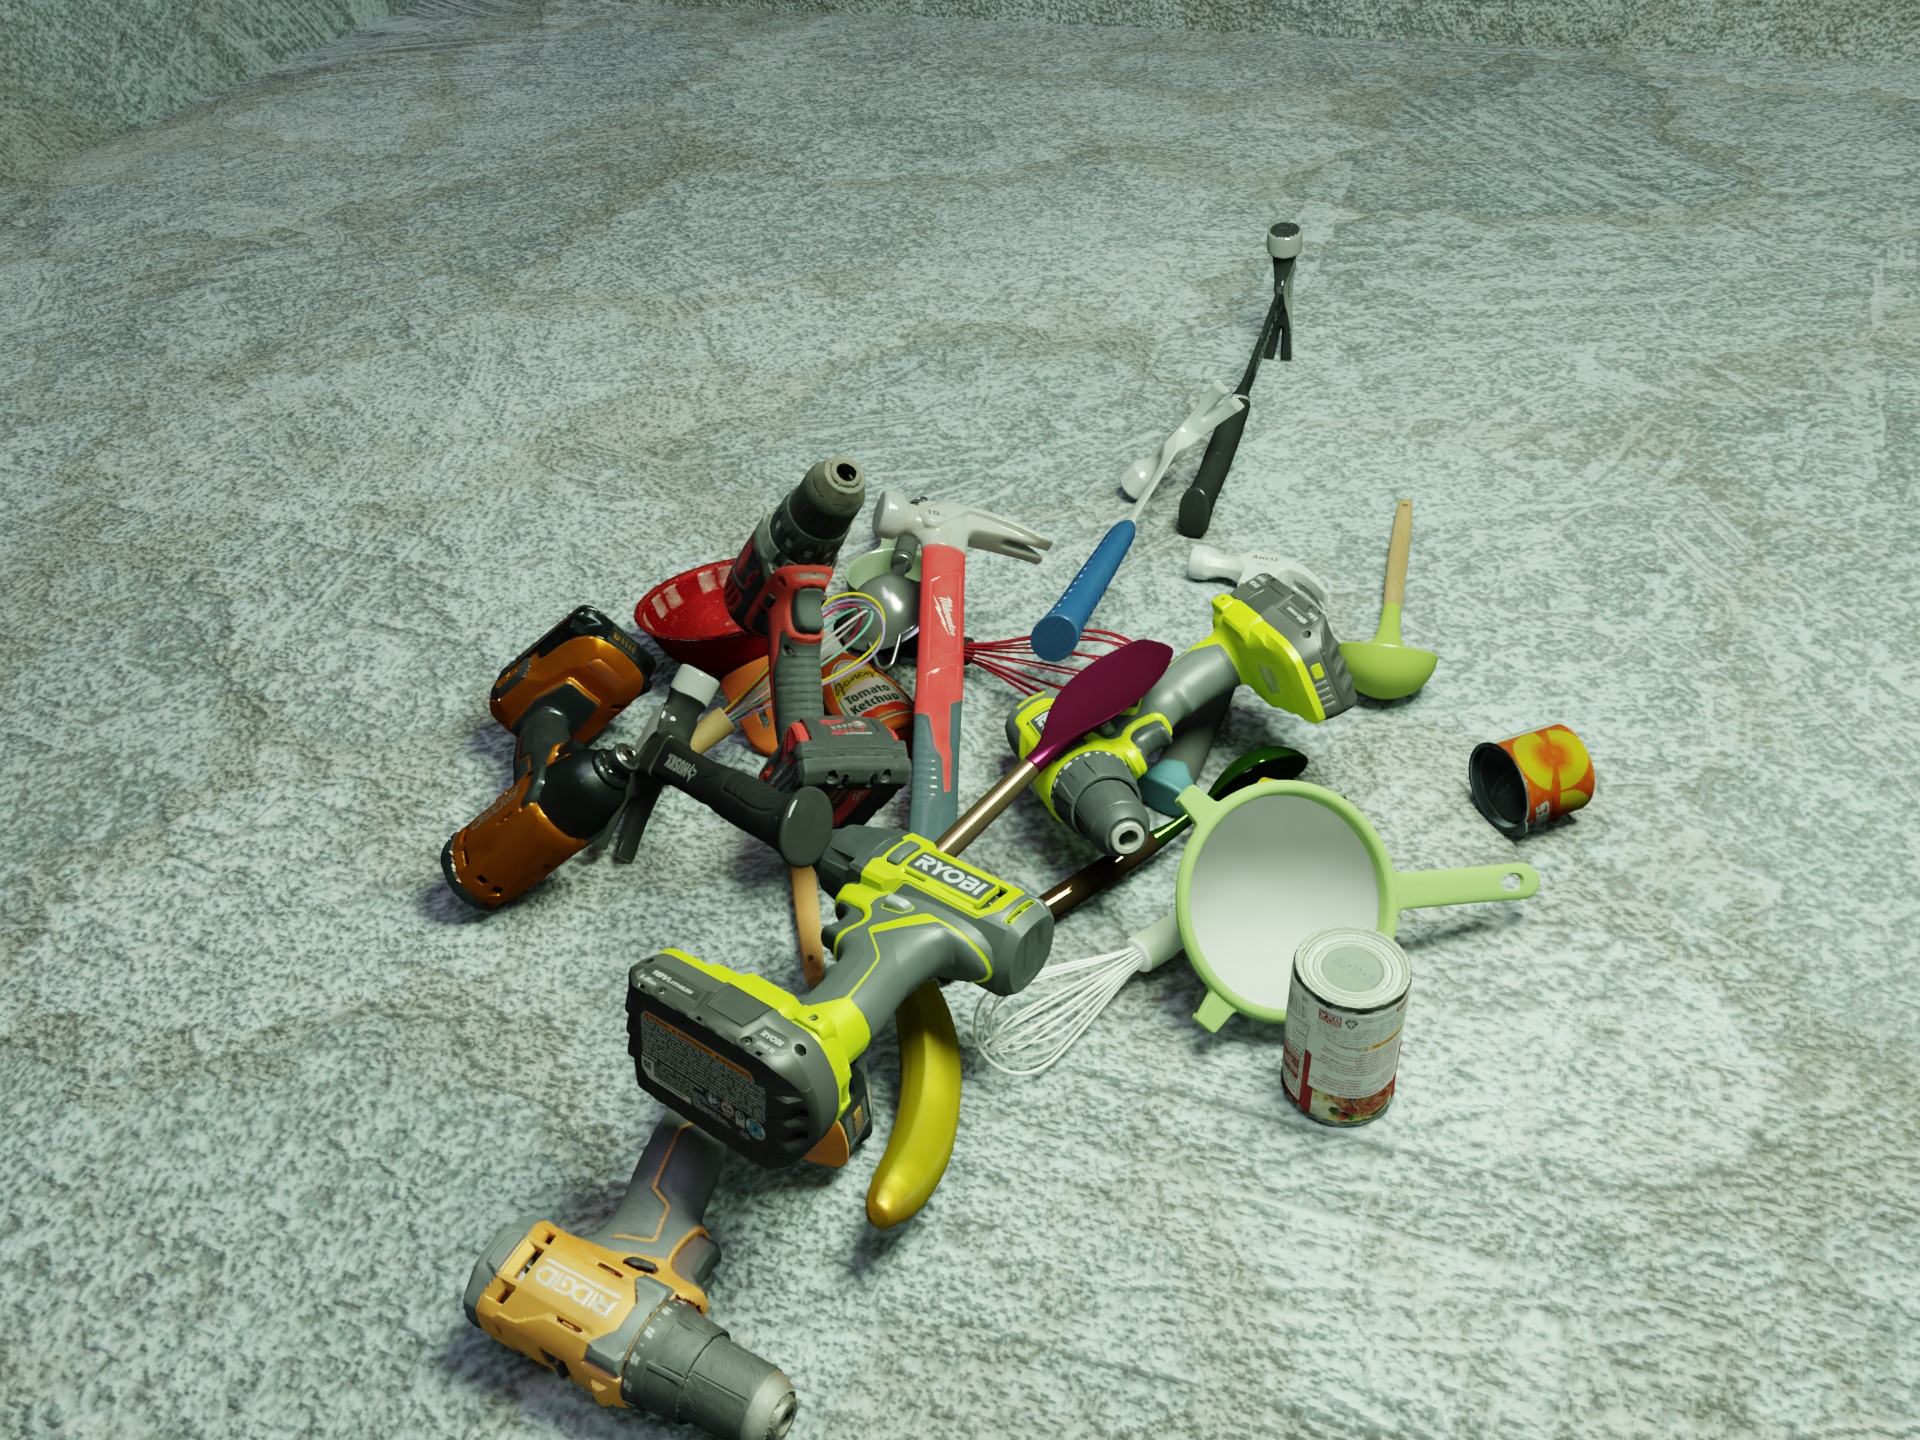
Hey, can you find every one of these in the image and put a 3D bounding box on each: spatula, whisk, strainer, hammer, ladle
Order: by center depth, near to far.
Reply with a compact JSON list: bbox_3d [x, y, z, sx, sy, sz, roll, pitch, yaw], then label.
[{"bbox_3d":[0.109,0.155,1.022,0.246,0.057,0.059,-25,77,-29],"label":"whisk"},{"bbox_3d":[0.247,0.112,1.027,0.256,0.151,0.069,-3,-6,-17],"label":"strainer"},{"bbox_3d":[-0.159,0.048,1.028,0.146,0.035,0.335,-62,26,-6],"label":"hammer"},{"bbox_3d":[-0.124,0.063,1.156,0.081,0.041,0.323,-21,40,5],"label":"spatula"},{"bbox_3d":[-0.002,-0.004,1.157,0.143,0.038,0.387,13,54,-16],"label":"hammer"},{"bbox_3d":[-0.161,-0.018,1.207,0.245,0.047,0.051,-36,45,-5],"label":"whisk"},{"bbox_3d":[0.206,-0.039,1.265,0.128,0.033,0.331,11,41,20],"label":"hammer"},{"bbox_3d":[0.023,-0.053,1.280,0.296,0.073,0.073,12,40,27],"label":"whisk"},{"bbox_3d":[0.141,-0.165,1.319,0.035,0.144,0.406,42,37,-6],"label":"hammer"},{"bbox_3d":[0.365,-0.118,1.334,0.078,0.062,0.320,8,37,14],"label":"ladle"},{"bbox_3d":[-0.052,-0.131,1.338,0.087,0.050,0.259,-14,31,16],"label":"strainer"},{"bbox_3d":[0.278,-0.321,1.567,0.036,0.149,0.409,10,49,18],"label":"hammer"}]

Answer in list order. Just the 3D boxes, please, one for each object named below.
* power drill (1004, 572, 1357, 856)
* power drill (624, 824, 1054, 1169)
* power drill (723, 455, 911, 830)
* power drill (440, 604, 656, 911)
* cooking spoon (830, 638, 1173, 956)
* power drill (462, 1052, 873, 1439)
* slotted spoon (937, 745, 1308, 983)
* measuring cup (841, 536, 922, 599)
[{"bbox_3d":[0.155,0.000,1.116,0.228,0.080,0.191,-30,27,-2],"label":"power drill"},{"bbox_3d":[-0.076,0.138,0.902,0.171,0.080,0.223,23,35,28],"label":"power drill"},{"bbox_3d":[-0.099,-0.052,1.089,0.080,0.188,0.227,0,65,-28],"label":"power drill"},{"bbox_3d":[-0.284,0.016,1.151,0.164,0.084,0.227,-35,32,22],"label":"power drill"},{"bbox_3d":[0.030,0.048,1.066,0.319,0.017,0.069,-43,35,-20],"label":"cooking spoon"},{"bbox_3d":[-0.129,0.270,0.867,0.185,0.084,0.226,18,47,22],"label":"power drill"},{"bbox_3d":[0.113,0.094,1.092,0.314,0.070,0.031,-29,69,-21],"label":"slotted spoon"},{"bbox_3d":[-0.061,-0.141,1.416,0.083,0.038,0.168,-3,36,1],"label":"measuring cup"}]
